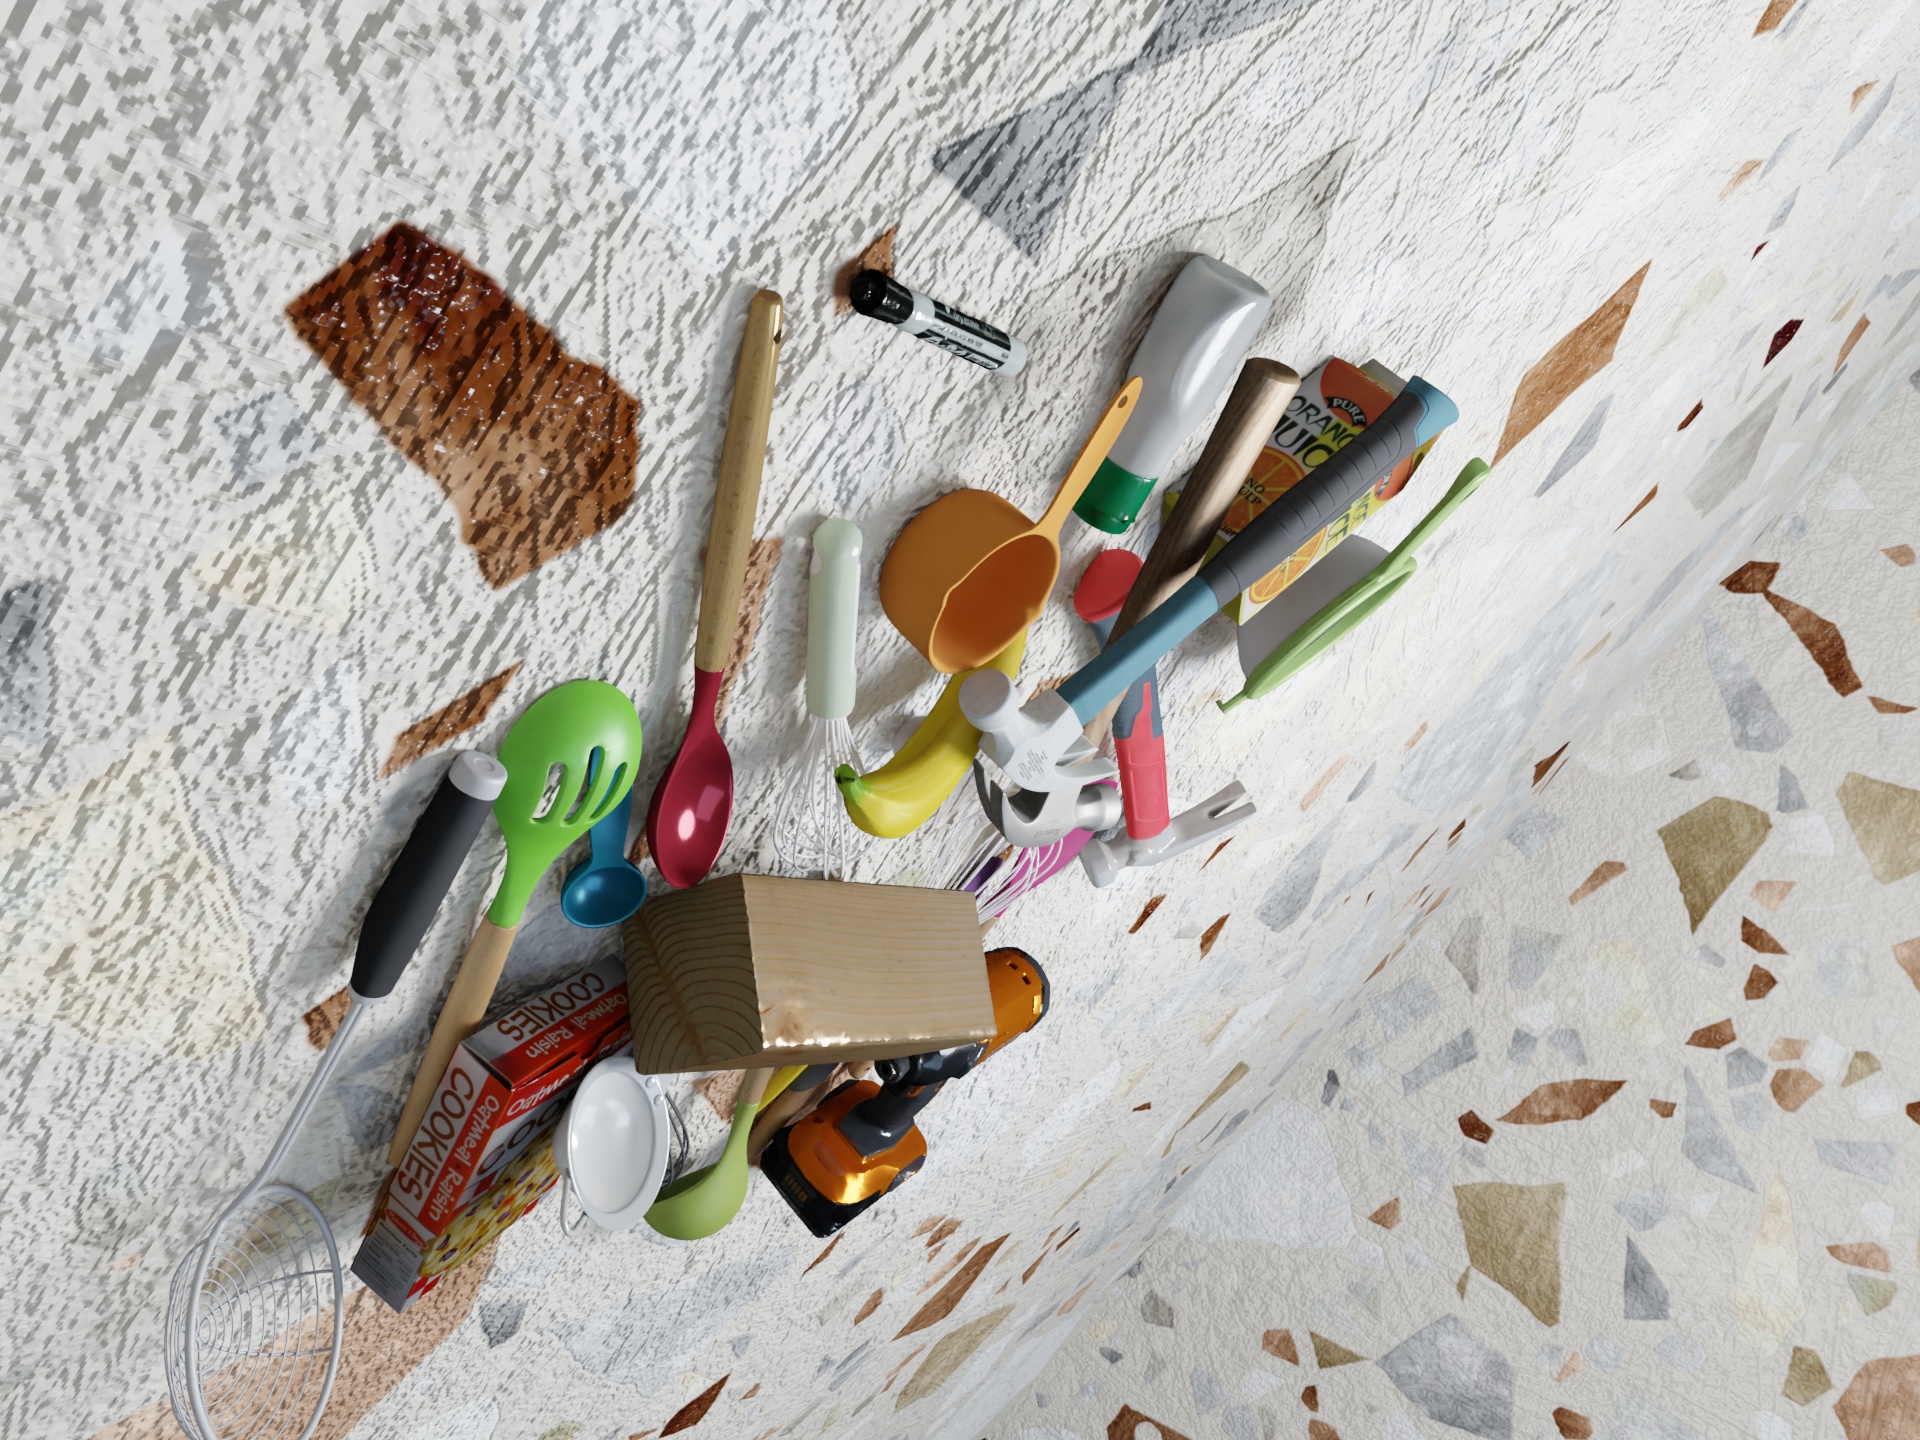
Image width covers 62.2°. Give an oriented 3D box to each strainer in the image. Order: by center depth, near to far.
[{"bbox_3d":[-0.153,0.183,0.863,0.258,0.050,0.086,-48,127,-51],"label":"strainer"},{"bbox_3d":[0.261,-0.111,1.080,0.151,0.069,0.256,-30,165,-34],"label":"strainer"}]

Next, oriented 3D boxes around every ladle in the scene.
[{"bbox_3d":[-0.107,-0.044,0.700,0.069,0.031,0.315,-53,165,-49],"label":"ladle"},{"bbox_3d":[-0.138,0.217,1.032,0.078,0.062,0.320,-18,136,-54],"label":"ladle"}]

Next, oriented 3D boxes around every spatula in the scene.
[{"bbox_3d":[-0.073,0.218,1.146,0.316,0.018,0.059,-50,161,4],"label":"spatula"}]

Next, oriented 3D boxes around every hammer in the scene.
[{"bbox_3d":[0.145,-0.079,0.873,0.331,0.033,0.128,-40,146,-6],"label":"hammer"},{"bbox_3d":[0.102,-0.056,0.913,0.130,0.031,0.331,-7,133,-43],"label":"hammer"},{"bbox_3d":[0.136,0.000,1.095,0.143,0.038,0.385,-24,149,-4],"label":"hammer"}]

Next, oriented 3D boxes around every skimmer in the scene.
[{"bbox_3d":[-0.263,0.180,0.713,0.363,0.090,0.127,-58,-175,17],"label":"skimmer"}]

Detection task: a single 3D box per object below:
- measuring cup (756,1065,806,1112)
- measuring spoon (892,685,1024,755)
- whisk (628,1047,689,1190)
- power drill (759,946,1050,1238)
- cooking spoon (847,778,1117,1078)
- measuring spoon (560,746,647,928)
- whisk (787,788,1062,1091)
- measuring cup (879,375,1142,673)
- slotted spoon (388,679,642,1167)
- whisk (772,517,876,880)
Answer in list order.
[{"bbox_3d":[-0.117,0.223,1.073,0.156,0.029,0.062,-47,-161,32],"label":"measuring cup"},{"bbox_3d":[-0.002,-0.003,0.945,0.124,0.018,0.034,-26,148,-50],"label":"measuring spoon"},{"bbox_3d":[-0.182,0.207,0.932,0.055,0.055,0.238,-27,144,-35],"label":"whisk"},{"bbox_3d":[-0.047,0.260,1.106,0.164,0.084,0.226,-18,150,-55],"label":"power drill"},{"bbox_3d":[0.008,0.154,1.146,0.068,0.017,0.318,7,128,-50],"label":"cooking spoon"},{"bbox_3d":[-0.169,0.045,0.753,0.042,0.021,0.128,-7,128,-25],"label":"measuring spoon"},{"bbox_3d":[-0.032,0.156,1.080,0.284,0.070,0.070,-50,155,18],"label":"whisk"},{"bbox_3d":[0.024,-0.106,0.786,0.173,0.052,0.095,-56,153,15],"label":"measuring cup"},{"bbox_3d":[-0.221,0.111,0.750,0.070,0.031,0.313,0,131,-43],"label":"slotted spoon"},{"bbox_3d":[-0.065,-0.003,0.806,0.059,0.058,0.246,-5,137,-12],"label":"whisk"}]
